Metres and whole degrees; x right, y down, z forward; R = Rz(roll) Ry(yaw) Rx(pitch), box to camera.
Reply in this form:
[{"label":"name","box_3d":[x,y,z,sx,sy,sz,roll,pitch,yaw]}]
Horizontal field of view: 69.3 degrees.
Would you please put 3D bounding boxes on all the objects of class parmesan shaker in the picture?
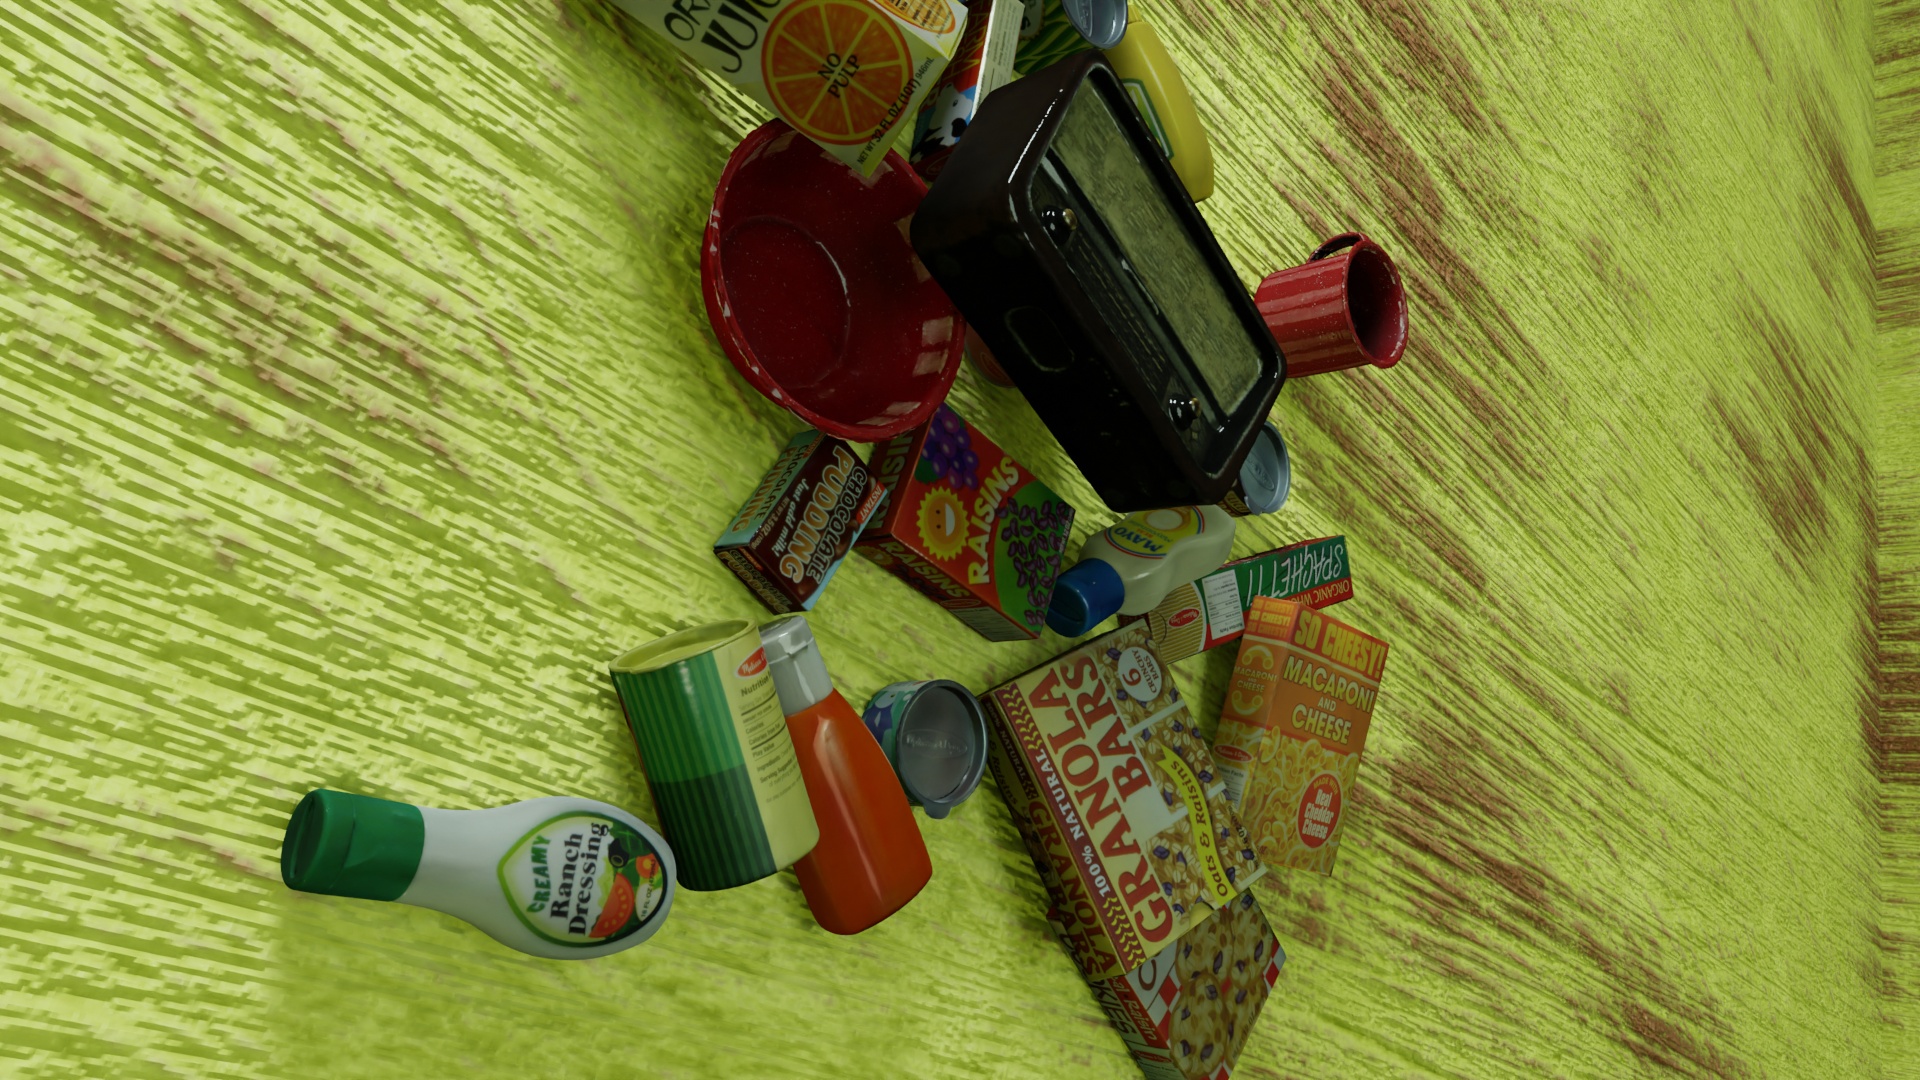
[{"label":"parmesan shaker","box_3d":[-0.108,0.094,0.608,0.071,0.071,0.103,-23,102,-44]}]

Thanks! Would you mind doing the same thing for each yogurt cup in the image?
[{"label":"yogurt cup","box_3d":[0.041,-0.125,0.799,0.072,0.054,0.072,7,80,-44]}]

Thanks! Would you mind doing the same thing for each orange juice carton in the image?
[{"label":"orange juice carton","box_3d":[-0.097,-0.258,0.628,0.192,0.071,0.073,32,35,-15]}]

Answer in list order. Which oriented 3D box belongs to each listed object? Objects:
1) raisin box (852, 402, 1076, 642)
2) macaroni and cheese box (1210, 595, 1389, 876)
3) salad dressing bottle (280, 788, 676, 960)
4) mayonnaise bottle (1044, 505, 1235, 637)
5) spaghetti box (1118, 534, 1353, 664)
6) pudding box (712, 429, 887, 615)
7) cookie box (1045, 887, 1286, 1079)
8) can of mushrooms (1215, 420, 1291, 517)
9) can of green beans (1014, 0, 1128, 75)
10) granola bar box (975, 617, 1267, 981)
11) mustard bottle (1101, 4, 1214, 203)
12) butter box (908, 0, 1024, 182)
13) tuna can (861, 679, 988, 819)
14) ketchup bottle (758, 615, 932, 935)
[{"label":"raisin box","box_3d":[0.003,-0.009,0.755,0.123,0.040,0.086,37,61,-38]},{"label":"macaroni and cheese box","box_3d":[0.223,0.133,0.934,0.123,0.040,0.166,22,81,-42]},{"label":"salad dressing bottle","box_3d":[-0.184,0.128,0.544,0.147,0.044,0.064,22,68,-41]},{"label":"mayonnaise bottle","box_3d":[0.104,0.014,0.835,0.149,0.065,0.041,-29,137,-44]},{"label":"spaghetti box","box_3d":[0.195,0.038,0.949,0.251,0.028,0.050,-12,93,-45]},{"label":"pudding box","box_3d":[-0.077,-0.010,0.681,0.049,0.030,0.084,51,52,-28]},{"label":"cookie box","box_3d":[0.129,0.242,0.847,0.123,0.040,0.167,-49,119,-38]},{"label":"can of mushrooms","box_3d":[0.196,-0.048,0.960,0.071,0.033,0.071,8,79,-45]},{"label":"can of green beans","box_3d":[0.059,-0.322,0.842,0.071,0.057,0.071,7,79,-45]},{"label":"granola bar box","box_3d":[0.088,0.141,0.780,0.125,0.039,0.165,-21,83,-38]},{"label":"mustard bottle","box_3d":[0.110,-0.286,0.888,0.049,0.065,0.160,-28,99,-49]},{"label":"butter box","box_3d":[0.004,-0.256,0.781,0.024,0.053,0.104,24,67,-38]},{"label":"tuna can","box_3d":[-0.020,0.108,0.720,0.071,0.033,0.071,8,79,-44]},{"label":"ketchup bottle","box_3d":[-0.064,0.110,0.667,0.065,0.043,0.148,-29,105,-39]}]
